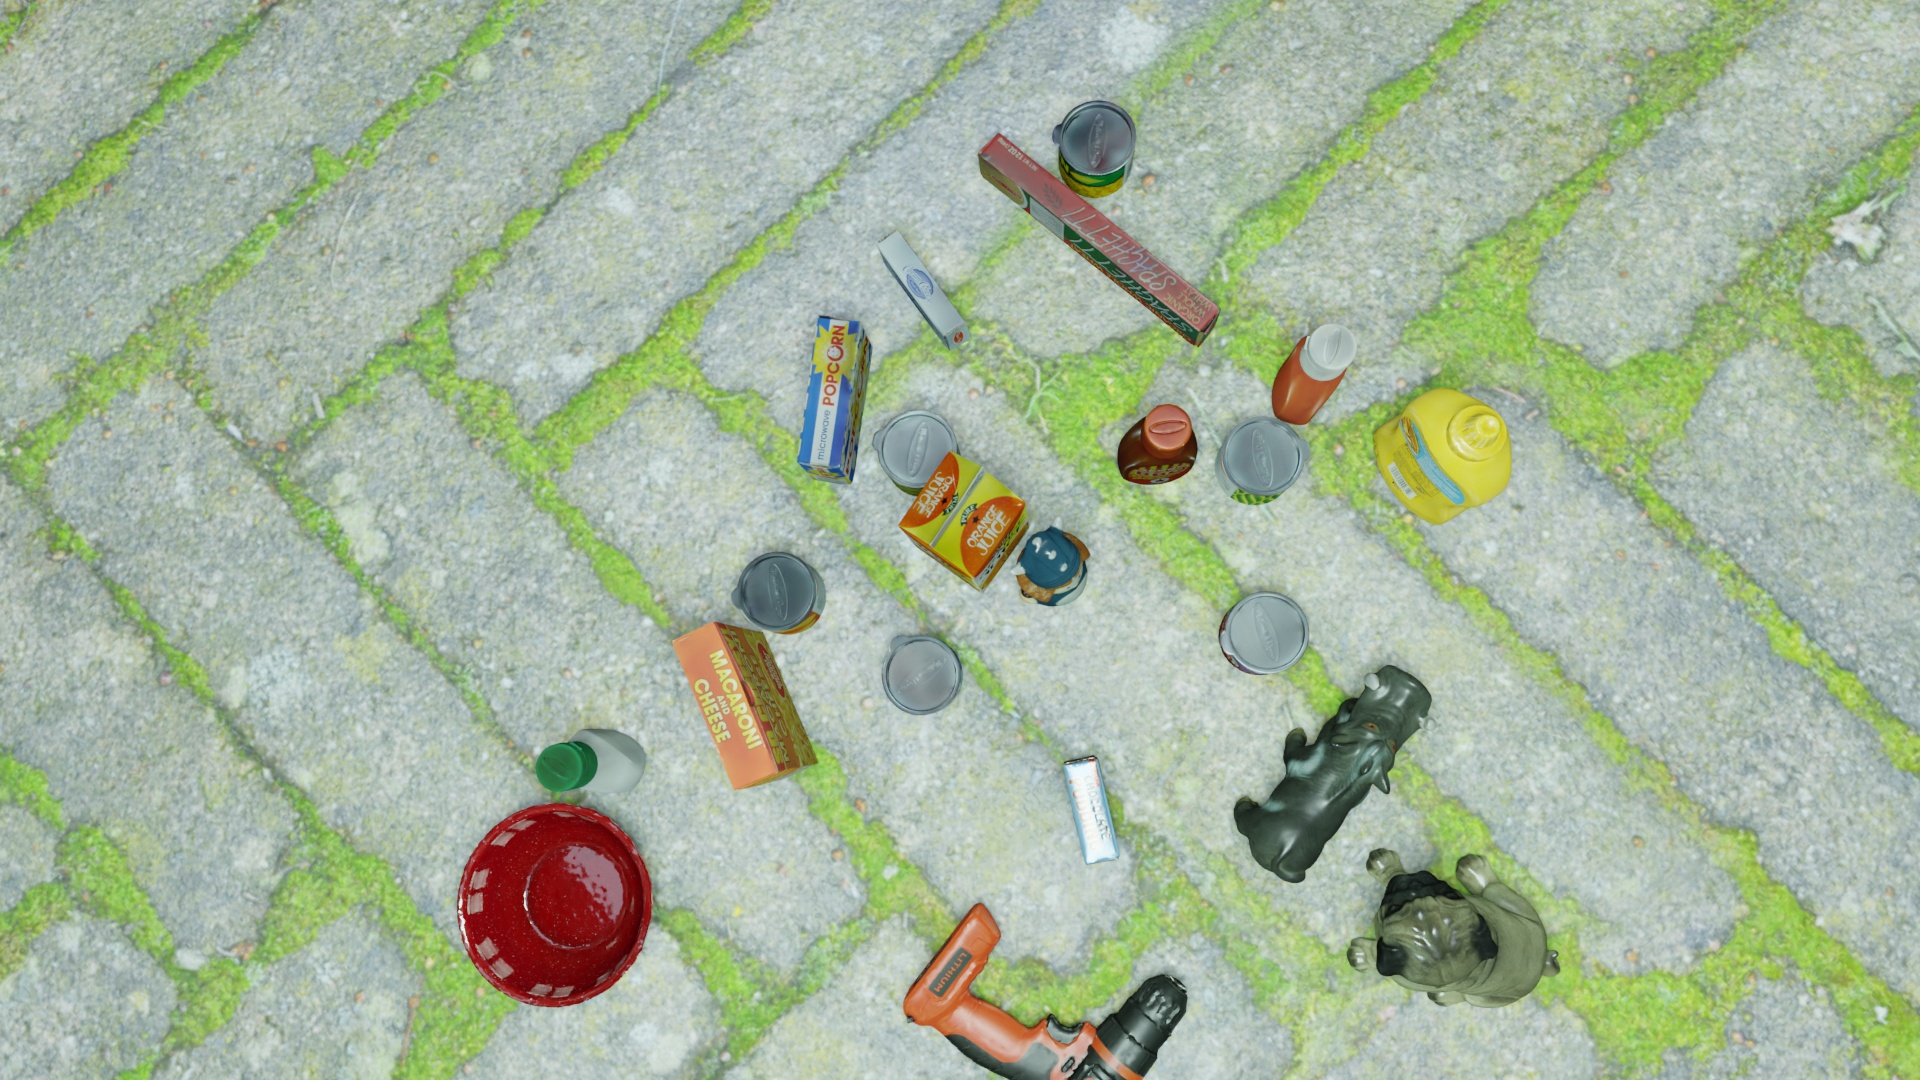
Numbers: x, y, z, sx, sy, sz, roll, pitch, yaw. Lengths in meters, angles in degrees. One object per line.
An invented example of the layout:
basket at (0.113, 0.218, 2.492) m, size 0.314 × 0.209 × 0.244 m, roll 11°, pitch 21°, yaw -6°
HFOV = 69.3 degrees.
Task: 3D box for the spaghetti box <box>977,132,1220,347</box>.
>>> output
spaghetti box at (0.118, -0.257, 1.191) m, size 0.250 × 0.050 × 0.029 m, roll 40°, pitch 87°, yaw 8°

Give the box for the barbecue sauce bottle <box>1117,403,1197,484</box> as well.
barbecue sauce bottle at (0.161, -0.077, 1.115) m, size 0.065 × 0.148 × 0.043 m, roll -7°, pitch 83°, yaw 3°

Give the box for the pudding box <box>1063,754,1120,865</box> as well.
pudding box at (0.106, 0.219, 1.129) m, size 0.030 × 0.049 × 0.084 m, roll -13°, pitch 82°, yaw 2°

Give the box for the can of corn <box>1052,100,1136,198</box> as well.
can of corn at (0.115, -0.336, 1.198) m, size 0.071 × 0.058 × 0.071 m, roll 0°, pitch 83°, yaw 4°

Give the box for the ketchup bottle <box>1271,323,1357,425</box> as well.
ketchup bottle at (0.284, -0.137, 1.115) m, size 0.043 × 0.148 × 0.065 m, roll 16°, pitch 84°, yaw 6°

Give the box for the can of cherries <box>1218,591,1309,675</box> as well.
can of cherries at (0.244, 0.077, 1.135) m, size 0.071 × 0.058 × 0.071 m, roll 0°, pitch 83°, yaw 4°

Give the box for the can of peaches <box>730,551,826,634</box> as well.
can of peaches at (-0.151, 0.045, 1.165) m, size 0.071 × 0.058 × 0.071 m, roll 0°, pitch 83°, yaw 4°

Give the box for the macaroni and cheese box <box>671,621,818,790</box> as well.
macaroni and cheese box at (-0.166, 0.130, 1.100) m, size 0.040 × 0.166 × 0.124 m, roll -25°, pitch 82°, yaw 1°

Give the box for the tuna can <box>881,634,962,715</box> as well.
tuna can at (-0.033, 0.111, 1.161) m, size 0.071 × 0.033 × 0.071 m, roll 0°, pitch 83°, yaw 4°

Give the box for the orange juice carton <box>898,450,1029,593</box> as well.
orange juice carton at (0.004, -0.014, 1.095) m, size 0.073 × 0.192 × 0.072 m, roll 35°, pitch 86°, yaw 7°

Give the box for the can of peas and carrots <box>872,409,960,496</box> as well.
can of peas and carrots at (-0.036, -0.073, 1.173) m, size 0.071 × 0.058 × 0.071 m, roll 0°, pitch 83°, yaw 4°

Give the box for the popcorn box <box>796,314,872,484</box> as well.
popcorn box at (-0.105, -0.116, 1.169) m, size 0.038 × 0.085 × 0.127 m, roll 7°, pitch 83°, yaw 5°

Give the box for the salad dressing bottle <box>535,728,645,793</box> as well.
salad dressing bottle at (-0.296, 0.178, 1.111) m, size 0.064 × 0.147 × 0.044 m, roll 31°, pitch 86°, yaw 7°

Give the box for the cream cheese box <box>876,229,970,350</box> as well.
cream cheese box at (-0.032, -0.214, 1.194) m, size 0.024 × 0.053 × 0.104 m, roll -35°, pitch 82°, yaw -1°

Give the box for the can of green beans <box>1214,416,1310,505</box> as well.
can of green beans at (0.247, -0.065, 1.154) m, size 0.071 × 0.058 × 0.071 m, roll 0°, pitch 83°, yaw 4°
